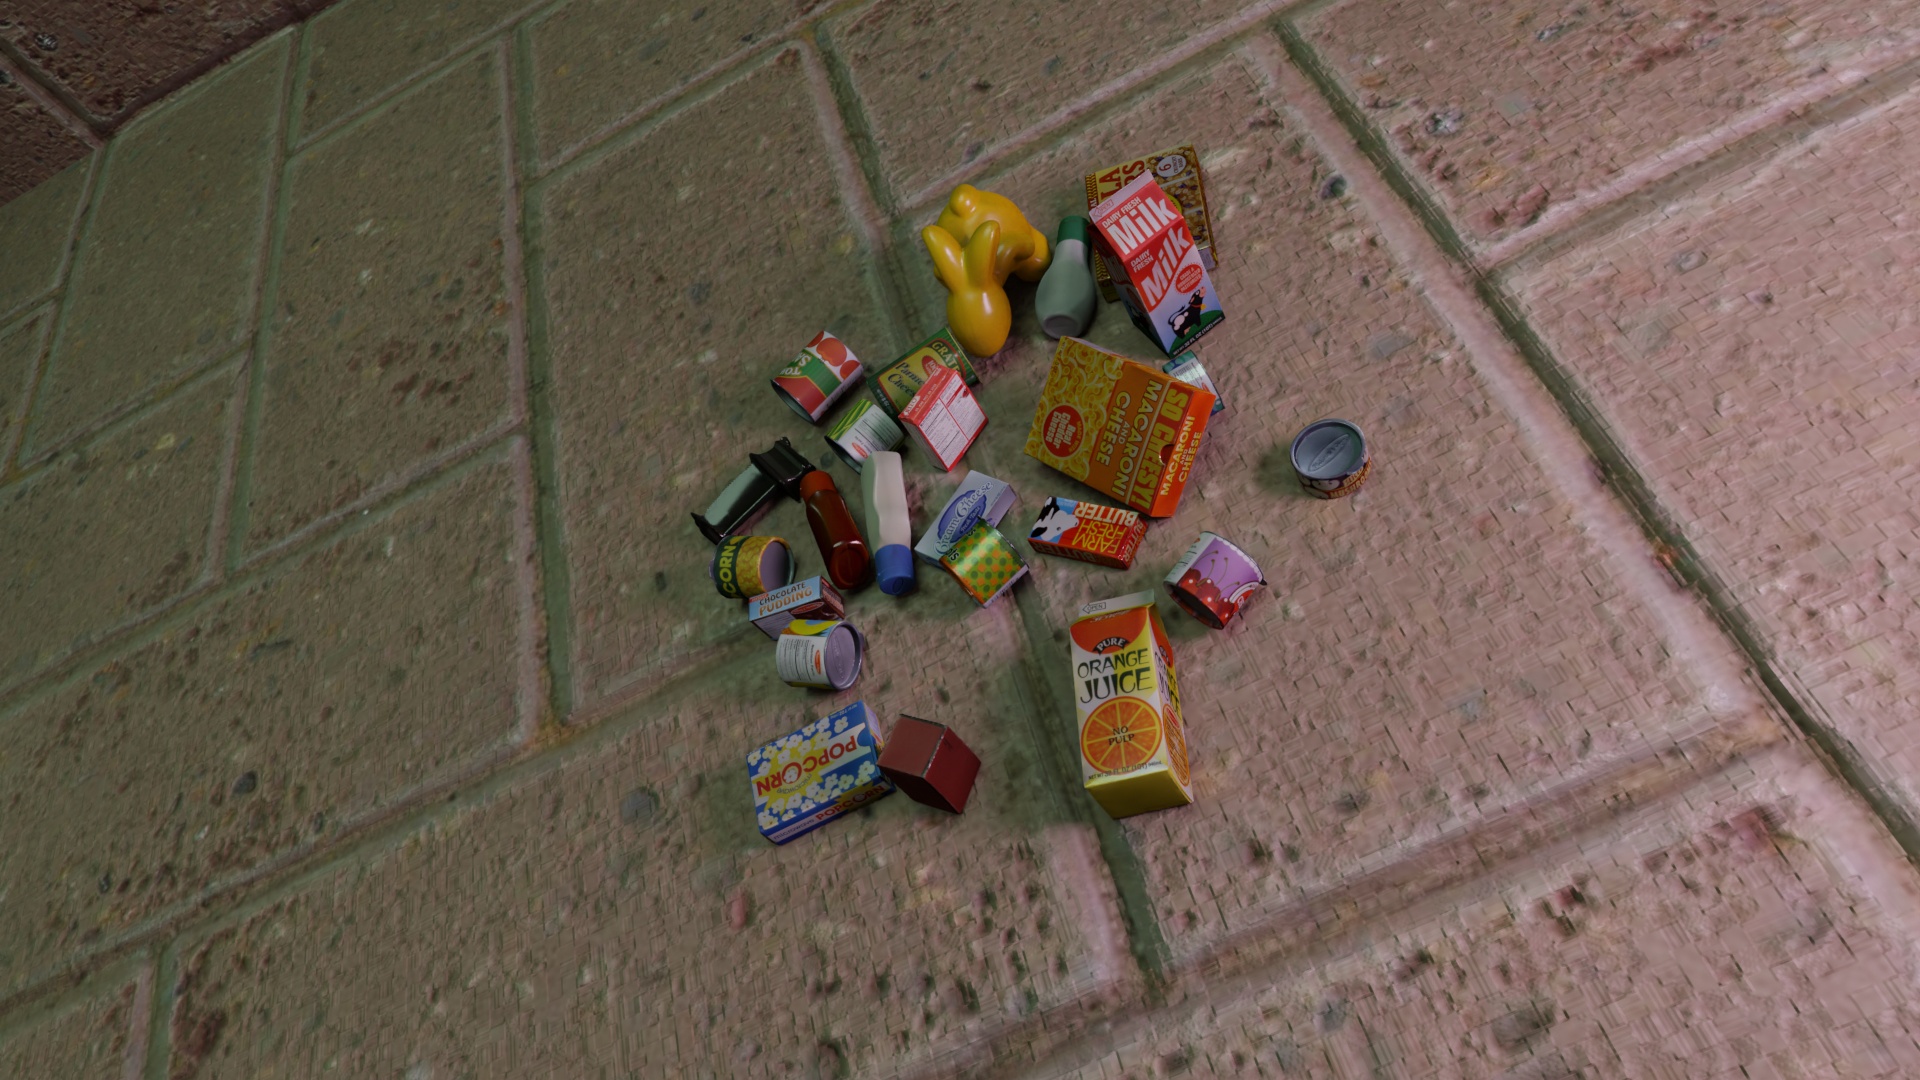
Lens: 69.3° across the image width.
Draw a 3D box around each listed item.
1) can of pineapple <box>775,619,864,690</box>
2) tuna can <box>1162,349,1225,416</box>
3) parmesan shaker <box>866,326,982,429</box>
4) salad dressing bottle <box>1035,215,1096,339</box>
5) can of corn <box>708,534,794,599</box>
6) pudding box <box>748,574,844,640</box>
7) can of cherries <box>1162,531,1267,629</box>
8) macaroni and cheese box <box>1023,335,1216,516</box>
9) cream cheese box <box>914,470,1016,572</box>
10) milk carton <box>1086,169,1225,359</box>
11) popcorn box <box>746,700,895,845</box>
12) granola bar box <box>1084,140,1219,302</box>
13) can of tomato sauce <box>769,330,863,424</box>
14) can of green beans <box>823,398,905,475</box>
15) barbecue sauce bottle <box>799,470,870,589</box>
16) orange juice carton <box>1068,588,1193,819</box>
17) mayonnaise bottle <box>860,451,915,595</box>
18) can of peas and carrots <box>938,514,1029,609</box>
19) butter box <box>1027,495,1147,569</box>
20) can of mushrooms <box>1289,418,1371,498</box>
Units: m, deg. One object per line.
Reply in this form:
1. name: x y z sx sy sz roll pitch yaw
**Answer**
1. can of pineapple: -0.134 0.109 1.329 0.058 0.070 0.071 1 58 28
2. tuna can: 0.221 -0.146 1.322 0.033 0.071 0.071 -30 49 8
3. parmesan shaker: -0.039 -0.169 1.475 0.103 0.071 0.071 -33 49 4
4. salad dressing bottle: 0.116 -0.284 1.489 0.064 0.044 0.148 -6 54 23
5. can of corn: -0.213 0.028 1.423 0.058 0.071 0.071 1 59 28
6. pudding box: -0.163 0.068 1.382 0.083 0.049 0.030 -18 53 17
7. can of cherries: 0.219 0.036 1.194 0.071 0.071 0.058 31 76 39
8. macaroni and cheese box: 0.146 -0.109 1.312 0.167 0.040 0.123 30 109 39
9. cream cheese box: 0.005 -0.017 1.371 0.053 0.024 0.104 22 70 38
10. milk carton: 0.184 -0.271 1.345 0.072 0.190 0.074 -37 48 0
11. popcorn box: -0.129 0.213 1.270 0.126 0.038 0.085 -27 48 9
12. granola bar box: 0.202 -0.341 1.486 0.124 0.039 0.166 -15 52 18
13. can of tomato sauce: -0.160 -0.183 1.544 0.083 0.071 0.071 -48 50 -10
14. can of green beans: -0.100 -0.107 1.461 0.058 0.071 0.071 -47 49 -9
15. barbecue sauce bottle: -0.131 -0.017 1.420 0.044 0.064 0.149 -14 39 -12
16. orange juice carton: 0.140 0.127 1.165 0.072 0.072 0.193 -16 52 18
17. mayonnaise bottle: -0.072 -0.016 1.388 0.041 0.064 0.149 1 54 -16
18. can of peas and carrots: 0.020 0.020 1.306 0.059 0.070 0.071 -44 49 -5
19. butter box: 0.119 -0.008 1.304 0.103 0.024 0.053 12 64 34
20. can of mushrooms: 0.330 -0.071 1.232 0.071 0.033 0.071 -14 52 18
